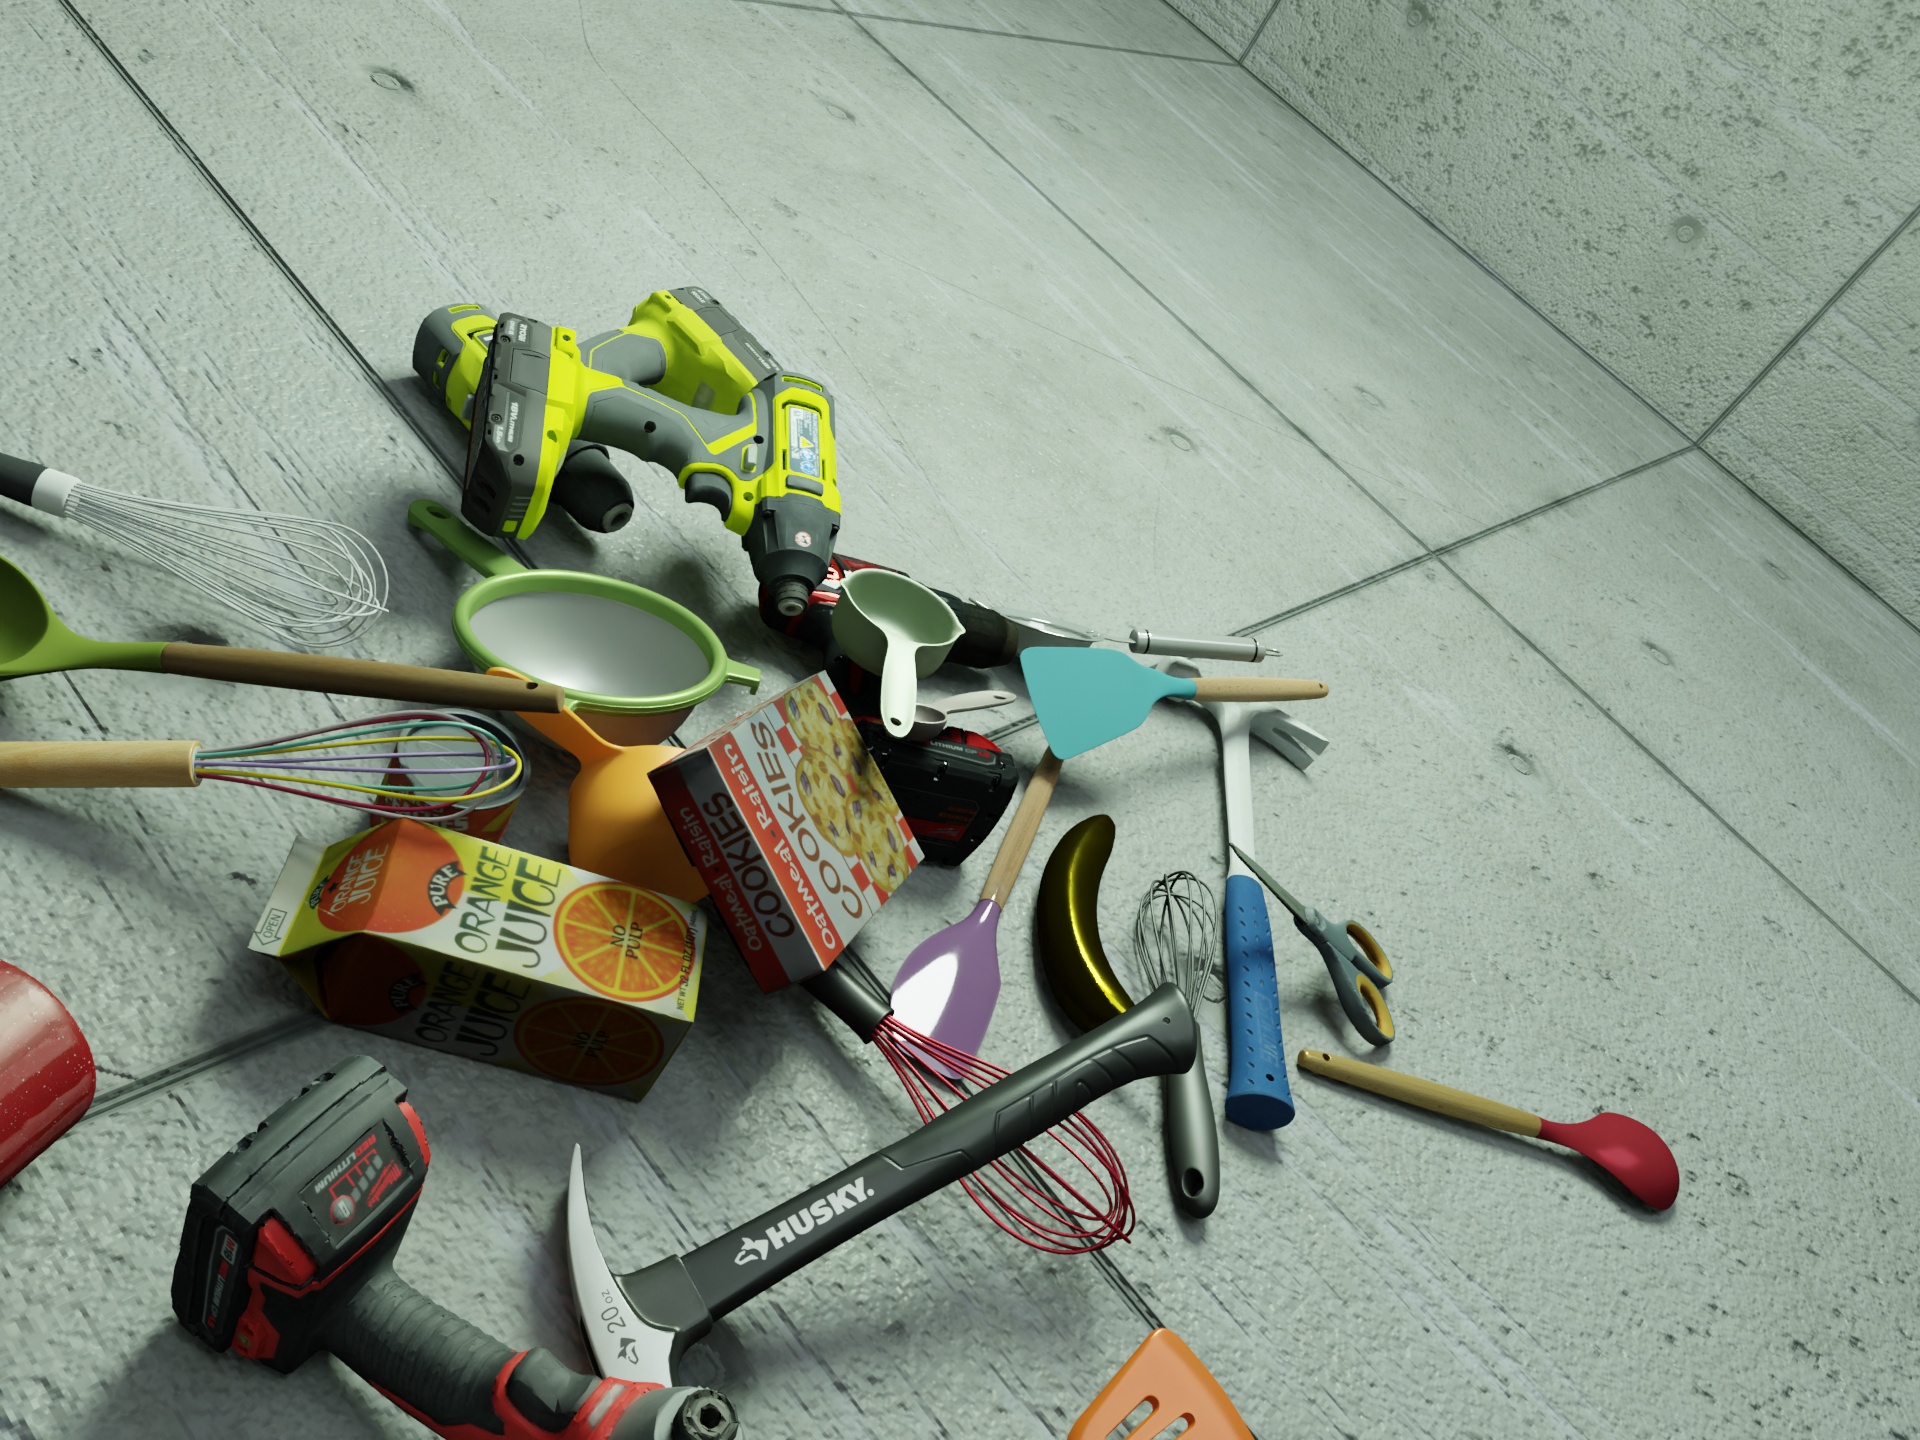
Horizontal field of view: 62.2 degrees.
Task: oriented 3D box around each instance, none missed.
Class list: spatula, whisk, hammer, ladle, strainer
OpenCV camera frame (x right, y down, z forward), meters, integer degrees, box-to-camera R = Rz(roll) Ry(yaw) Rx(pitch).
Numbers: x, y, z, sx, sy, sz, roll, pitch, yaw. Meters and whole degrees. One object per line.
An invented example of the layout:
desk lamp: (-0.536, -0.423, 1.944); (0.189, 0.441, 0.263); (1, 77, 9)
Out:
spatula: (0.023, 0.099, 0.985); (0.060, 0.018, 0.316); (30, 37, -1)
whisk: (0.135, 0.186, 0.952); (0.055, 0.055, 0.239); (20, 43, -18)
hammer: (0.201, 0.107, 1.097); (0.144, 0.035, 0.406); (24, 37, -13)
whisk: (-0.327, 0.021, 0.728); (0.245, 0.051, 0.047); (0, 61, -8)
ladle: (0.358, 0.262, 1.053); (0.315, 0.031, 0.069); (19, 39, -17)
whisk: (-0.028, 0.173, 0.831); (0.296, 0.073, 0.073); (39, 36, 15)
strainer: (0.126, -0.058, 1.187); (0.258, 0.050, 0.087); (3, 15, -17)
ladle: (-0.344, -0.036, 0.738); (0.320, 0.062, 0.078); (6, 38, 1)
whisk: (-0.442, -0.107, 0.837); (0.284, 0.070, 0.070); (20, 38, -10)
strainer: (-0.249, -0.047, 0.919); (0.257, 0.069, 0.151); (34, 30, 31)
spatula: (0.173, -0.020, 1.164); (0.317, 0.044, 0.082); (0, 65, -46)
spatula: (0.005, 0.361, 0.657); (0.322, 0.041, 0.081); (-14, 59, -45)
hammer: (-0.022, 0.202, 0.740); (0.334, 0.035, 0.146); (-22, 61, -29)

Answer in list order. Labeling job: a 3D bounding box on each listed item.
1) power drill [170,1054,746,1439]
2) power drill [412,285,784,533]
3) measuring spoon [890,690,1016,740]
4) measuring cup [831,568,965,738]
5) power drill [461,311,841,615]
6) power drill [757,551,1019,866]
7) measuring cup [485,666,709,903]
power drill: (-0.175, 0.232, 0.581); (0.220, 0.143, 0.078); (37, 39, 7)
power drill: (-0.234, -0.219, 1.101); (0.191, 0.080, 0.228); (46, 40, 15)
measuring spoon: (-0.002, -0.003, 0.955); (0.034, 0.018, 0.124); (21, 18, 29)
measuring cup: (-0.042, -0.029, 0.932); (0.083, 0.038, 0.168); (21, 33, -14)
power drill: (-0.183, -0.155, 0.977); (0.223, 0.080, 0.171); (10, 57, -23)
power drill: (-0.029, -0.017, 1.031); (0.187, 0.080, 0.227); (13, 38, -27)
measuring cup: (-0.180, 0.038, 0.800); (0.173, 0.095, 0.052); (49, 22, -46)
